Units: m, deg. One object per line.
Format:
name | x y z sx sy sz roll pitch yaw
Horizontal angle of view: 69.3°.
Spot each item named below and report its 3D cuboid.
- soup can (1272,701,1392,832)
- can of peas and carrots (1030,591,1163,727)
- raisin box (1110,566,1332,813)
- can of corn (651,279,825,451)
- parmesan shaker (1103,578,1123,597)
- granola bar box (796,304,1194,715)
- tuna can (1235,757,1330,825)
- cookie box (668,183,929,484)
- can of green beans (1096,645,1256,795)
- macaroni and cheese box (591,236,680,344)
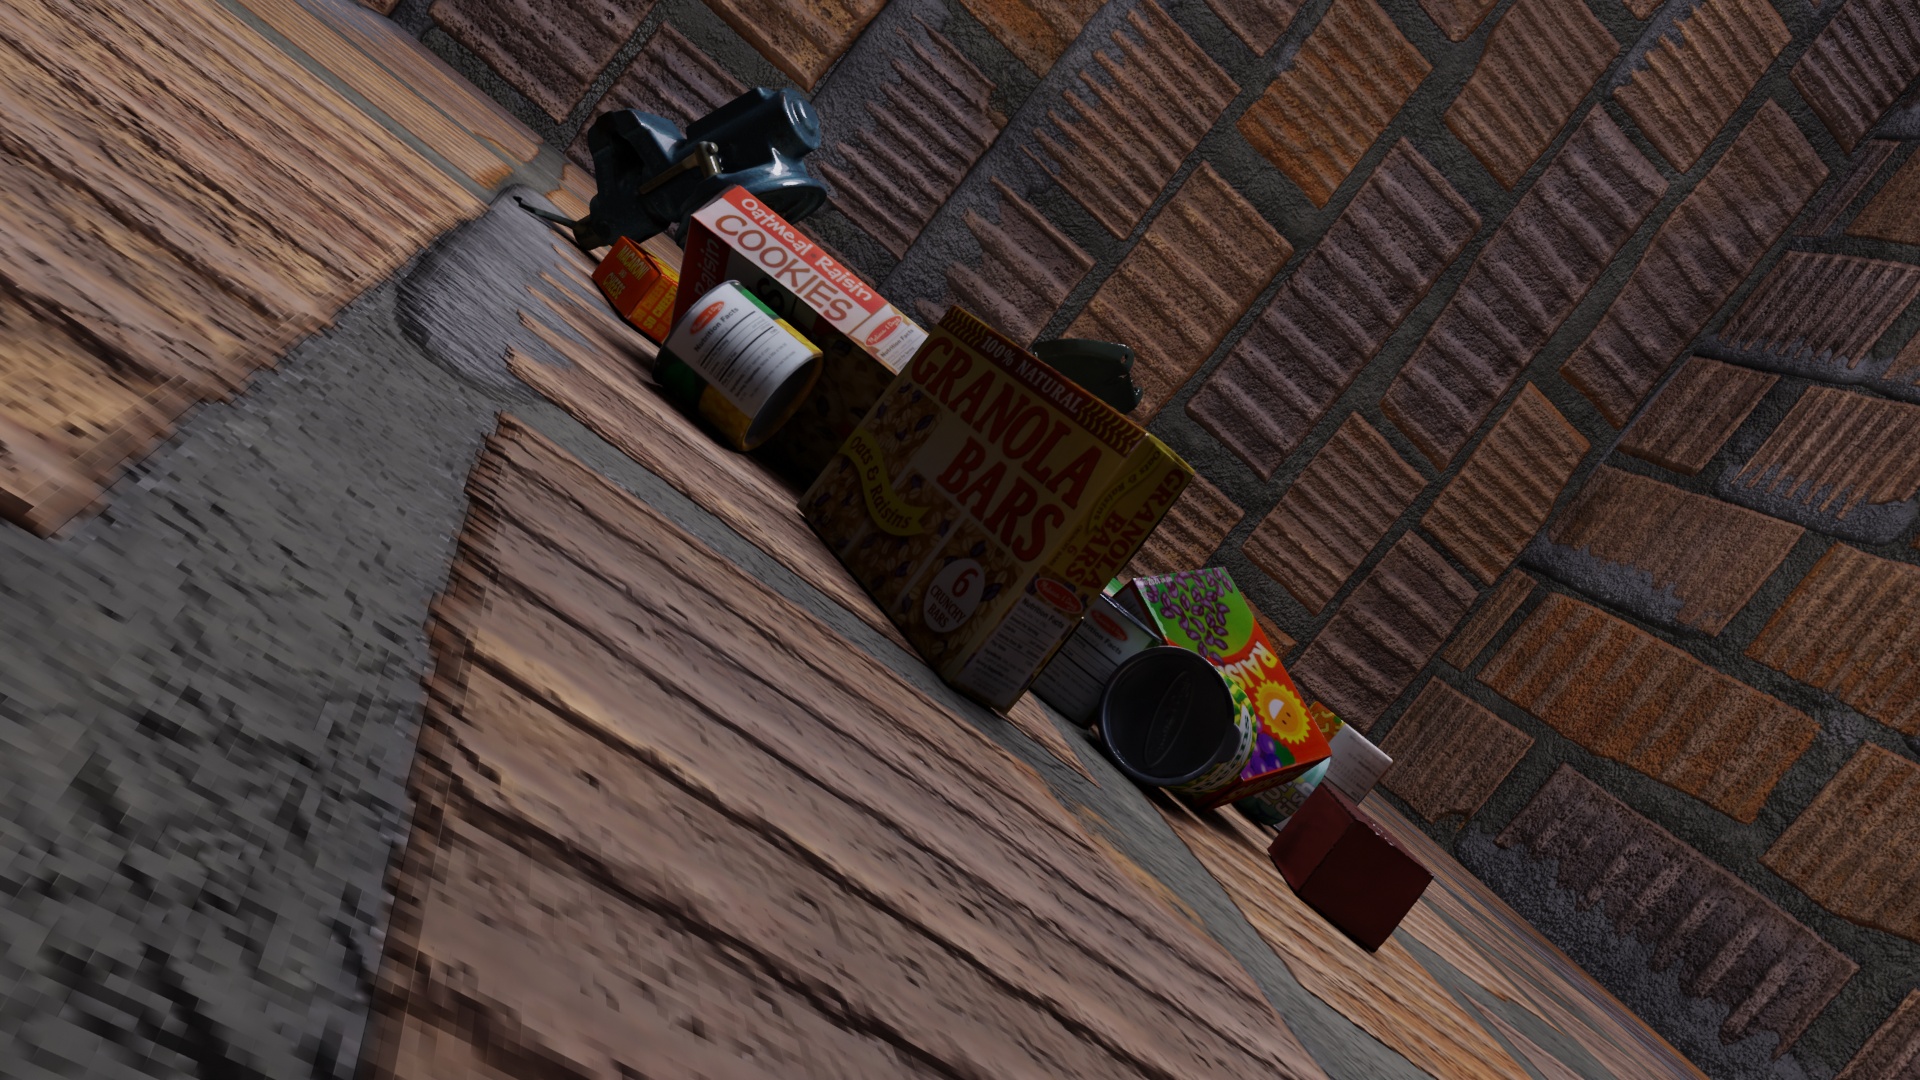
soup can | 0.240 0.160 0.944 0.071 0.083 0.071 38 3 -2
can of peas and carrots | 0.060 0.053 0.712 0.071 0.058 0.071 39 3 -2
raisin box | 0.137 0.078 0.758 0.086 0.040 0.124 -5 59 -44
can of corn | -0.111 -0.086 0.700 0.058 0.071 0.071 40 4 5
parmesan shaker | 0.088 0.058 0.813 0.103 0.071 0.071 38 4 -6
granola bar box | 0.008 -0.020 0.600 0.039 0.124 0.166 35 6 -38
tuna can | 0.201 0.146 0.880 0.033 0.071 0.071 39 4 -2
cookie box | -0.081 -0.095 0.755 0.167 0.040 0.122 39 -36 8
can of green beans | 0.107 0.089 0.676 0.071 0.071 0.058 41 4 27
macaroni and cheese box | -0.160 -0.132 0.937 0.166 0.040 0.124 36 4 -33
